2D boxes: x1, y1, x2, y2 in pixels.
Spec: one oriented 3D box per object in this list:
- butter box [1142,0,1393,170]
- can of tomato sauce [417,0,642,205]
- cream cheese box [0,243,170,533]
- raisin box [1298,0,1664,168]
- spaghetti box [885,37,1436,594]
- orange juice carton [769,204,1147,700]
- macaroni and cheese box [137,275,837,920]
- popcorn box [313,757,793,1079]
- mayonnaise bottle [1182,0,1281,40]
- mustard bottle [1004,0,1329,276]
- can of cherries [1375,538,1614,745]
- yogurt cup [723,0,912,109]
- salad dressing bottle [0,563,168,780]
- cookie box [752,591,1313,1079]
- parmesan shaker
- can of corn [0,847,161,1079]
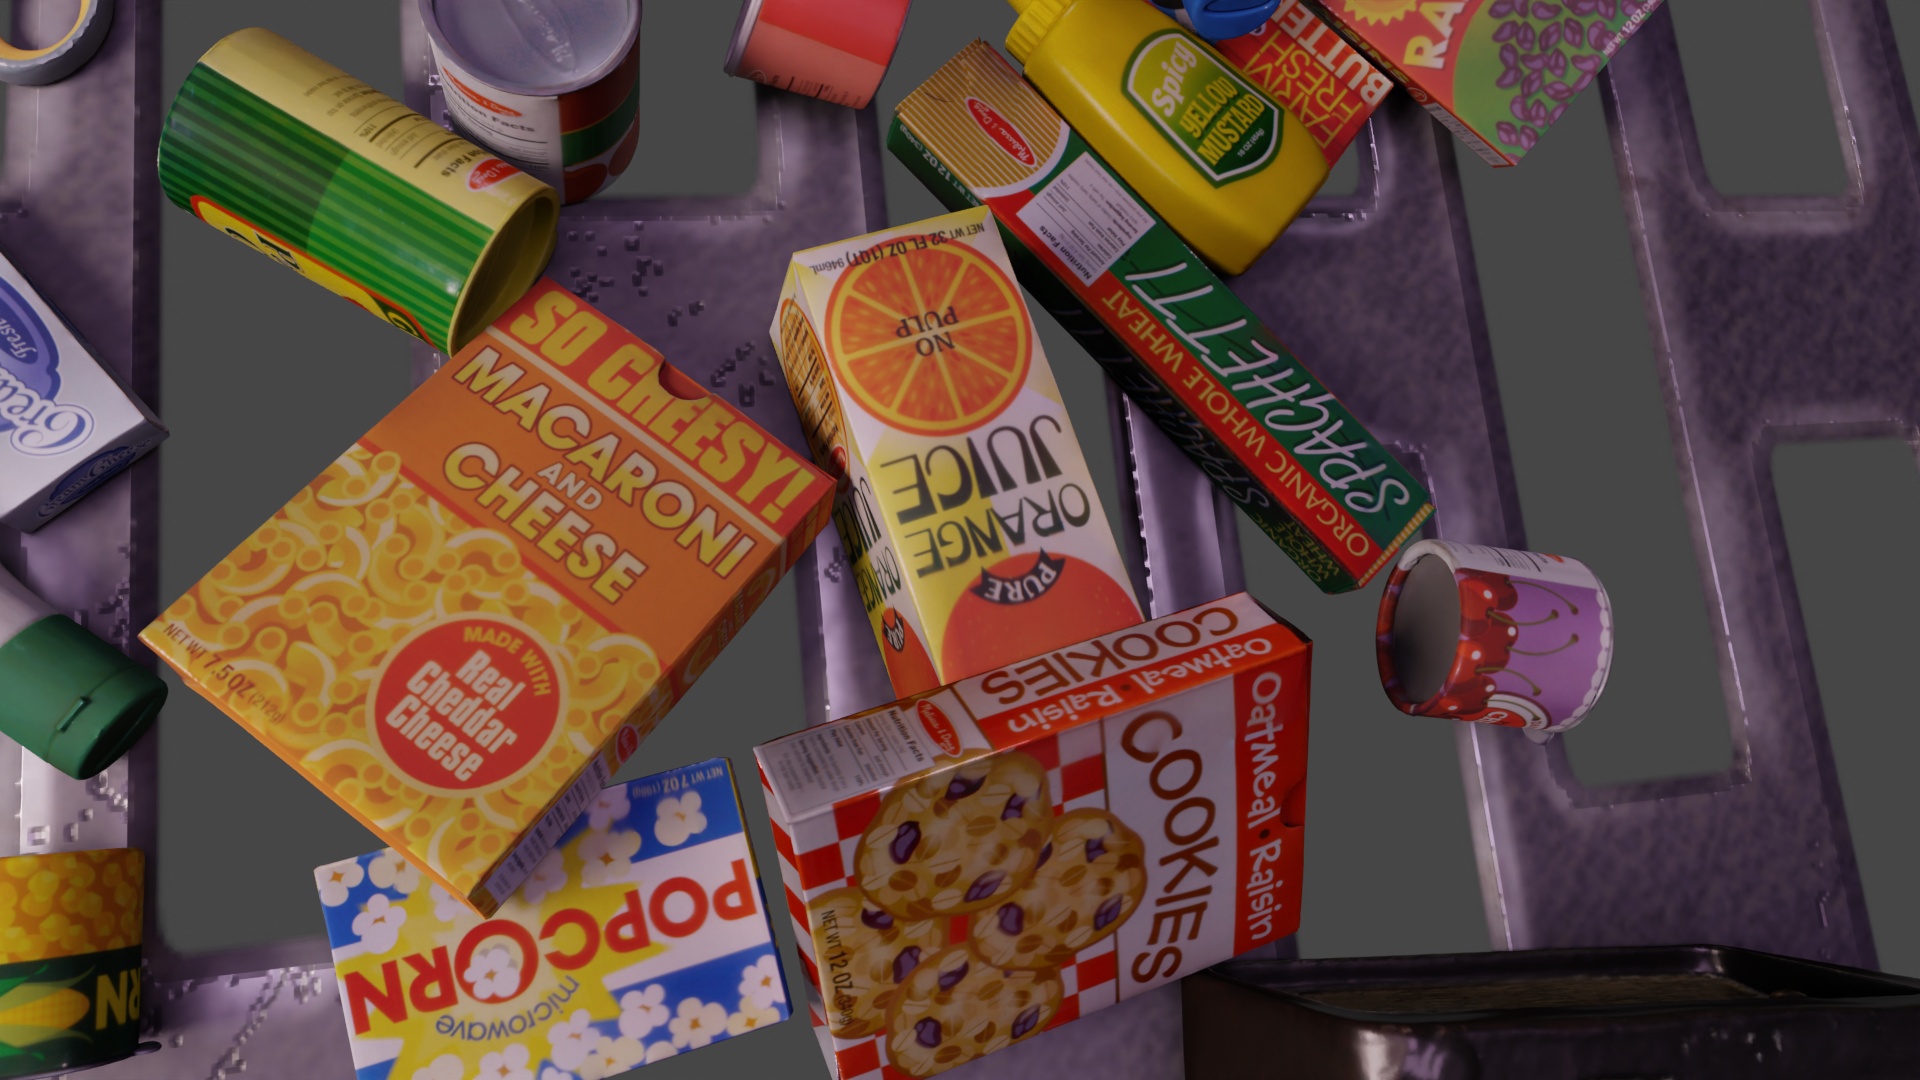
[{"bbox_3d":[0.122,-0.197,0.568,0.103,0.024,0.053,41,72,-2],"label":"butter box"},{"bbox_3d":[-0.140,-0.161,0.468,0.071,0.083,0.071,3,78,-13],"label":"can of tomato sauce"},{"bbox_3d":[-0.308,-0.058,0.437,0.053,0.024,0.104,-42,90,-16],"label":"cream cheese box"},{"bbox_3d":[0.206,-0.225,0.566,0.123,0.040,0.086,38,107,-3],"label":"raisin box"},{"bbox_3d":[0.075,-0.083,0.530,0.250,0.028,0.050,46,72,0],"label":"spaghetti box"},{"bbox_3d":[0.002,-0.006,0.473,0.072,0.073,0.193,-18,83,-16],"label":"orange juice carton"},{"bbox_3d":[-0.137,0.011,0.432,0.124,0.040,0.167,35,64,7],"label":"macaroni and cheese box"},{"bbox_3d":[-0.124,0.125,0.433,0.127,0.038,0.085,-13,82,-15],"label":"popcorn box"},{"bbox_3d":[0.086,-0.263,0.546,0.065,0.041,0.148,-11,64,-10],"label":"mayonnaise bottle"},{"bbox_3d":[0.066,-0.173,0.536,0.160,0.048,0.065,40,69,-2],"label":"mustard bottle"},{"bbox_3d":[0.194,0.038,0.512,0.058,0.071,0.071,7,77,-11],"label":"can of cherries"},{"bbox_3d":[-0.051,-0.193,0.507,0.054,0.072,0.072,18,75,-17],"label":"yogurt cup"},{"bbox_3d":[-0.311,0.015,0.412,0.147,0.044,0.064,36,77,-5],"label":"salad dressing bottle"},{"bbox_3d":[0.030,0.097,0.440,0.168,0.040,0.122,-16,122,-16],"label":"cookie box"},{"bbox_3d":[-0.194,-0.113,0.457,0.103,0.071,0.071,29,74,-5],"label":"parmesan shaker"},{"bbox_3d":[-0.264,0.118,0.389,0.071,0.071,0.058,-2,79,-14],"label":"can of corn"}]
